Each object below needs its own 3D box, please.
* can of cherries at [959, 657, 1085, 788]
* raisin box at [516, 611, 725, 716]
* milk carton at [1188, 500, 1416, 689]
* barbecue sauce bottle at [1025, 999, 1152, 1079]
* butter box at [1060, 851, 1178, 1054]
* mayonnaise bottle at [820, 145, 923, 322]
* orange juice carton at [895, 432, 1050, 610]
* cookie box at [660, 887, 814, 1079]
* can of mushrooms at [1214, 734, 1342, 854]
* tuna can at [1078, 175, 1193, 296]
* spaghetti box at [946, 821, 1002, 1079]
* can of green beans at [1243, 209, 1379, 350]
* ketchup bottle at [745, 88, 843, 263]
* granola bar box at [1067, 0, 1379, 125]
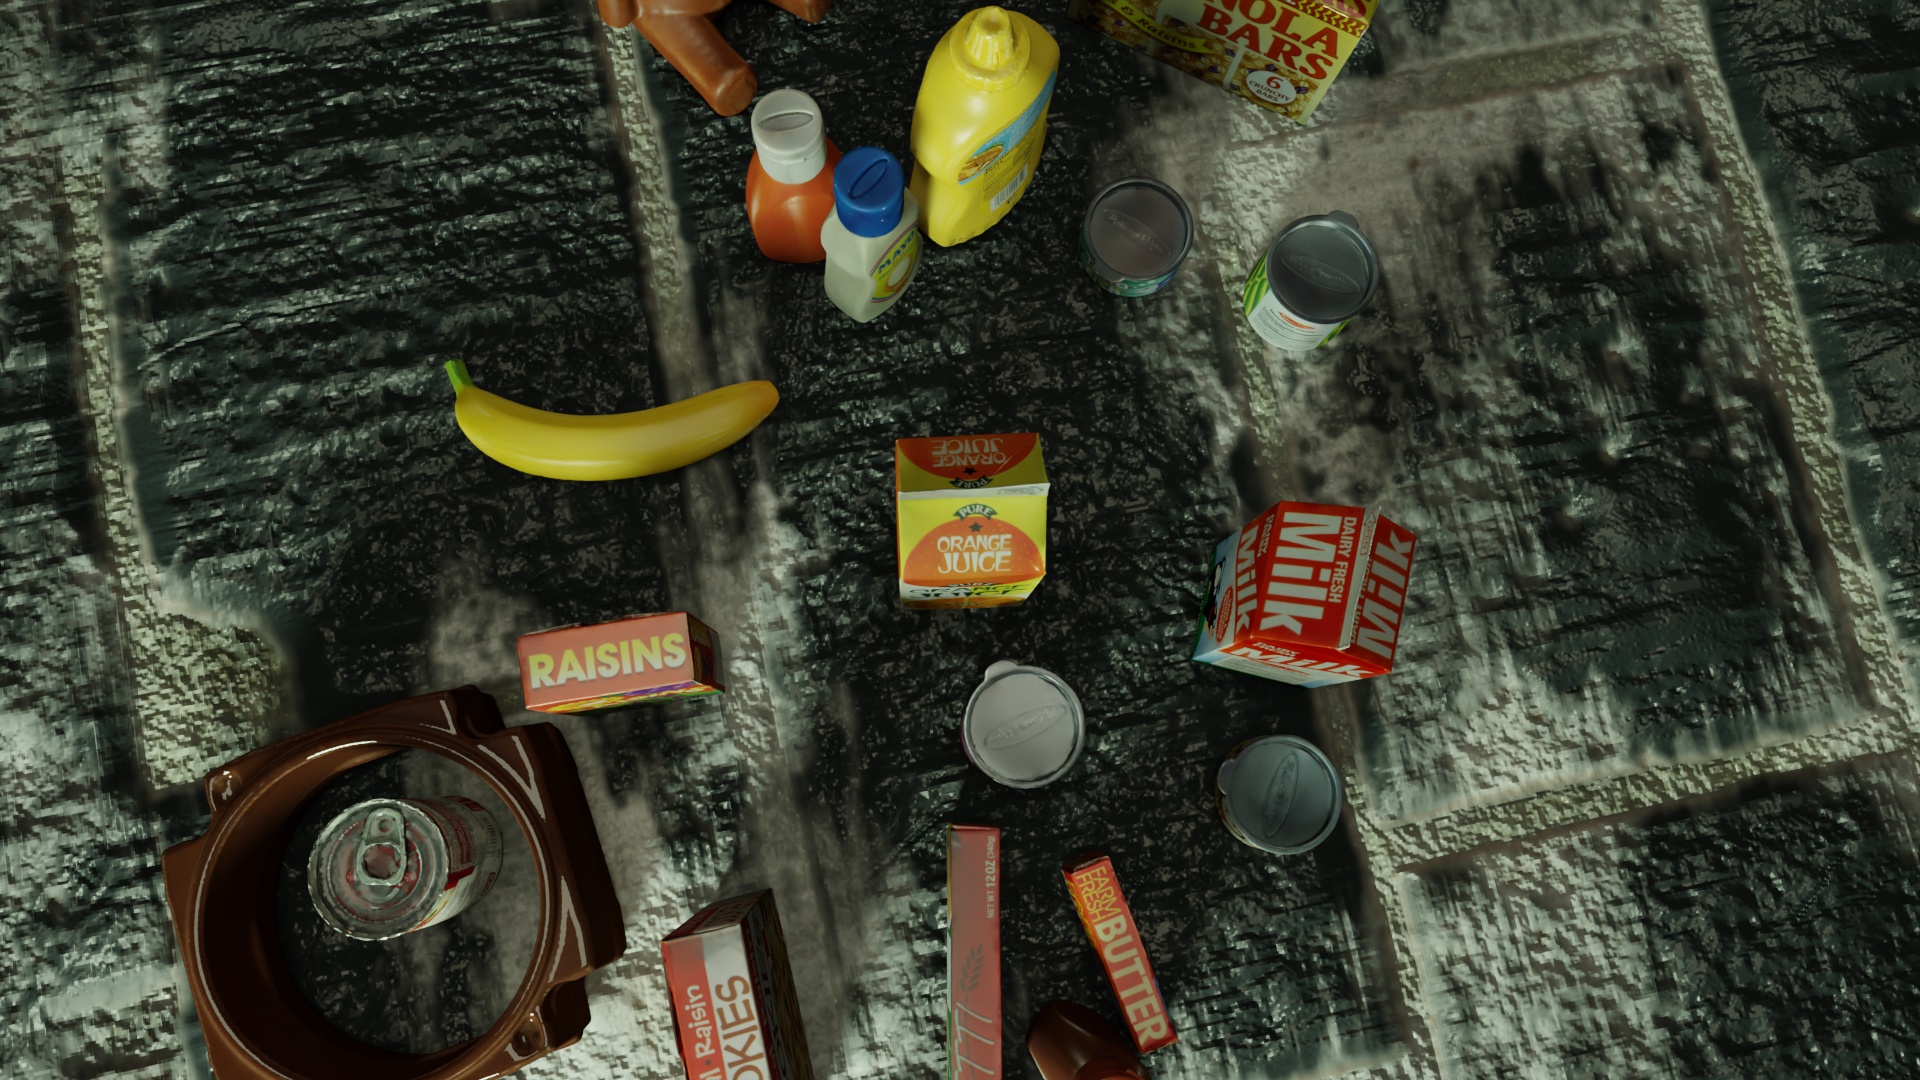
[{"bbox_3d":[0.033,0.102,0.775,0.071,0.058,0.071,0,81,-2],"label":"can of cherries"},{"bbox_3d":[-0.176,0.067,0.739,0.086,0.123,0.040,-8,82,-4],"label":"raisin box"},{"bbox_3d":[0.180,0.031,0.726,0.073,0.190,0.072,14,81,0],"label":"milk carton"},{"bbox_3d":[0.069,0.272,0.703,0.065,0.148,0.044,35,82,3],"label":"barbecue sauce bottle"},{"bbox_3d":[0.086,0.223,0.760,0.024,0.053,0.103,-20,82,-5],"label":"butter box"},{"bbox_3d":[-0.049,-0.171,0.771,0.041,0.148,0.065,40,82,4],"label":"mayonnaise bottle"},{"bbox_3d":[0.003,-0.009,0.724,0.072,0.192,0.073,-2,81,-3],"label":"orange juice carton"},{"bbox_3d":[-0.107,0.245,0.690,0.040,0.167,0.123,-13,82,-4],"label":"cookie box"},{"bbox_3d":[0.177,0.142,0.787,0.071,0.033,0.071,0,81,-2],"label":"can of mushrooms"},{"bbox_3d":[0.104,-0.181,0.838,0.071,0.032,0.071,0,81,-2],"label":"tuna can"},{"bbox_3d":[0.007,0.279,0.749,0.029,0.050,0.250,0,81,-2],"label":"spaghetti box"},{"bbox_3d":[0.207,-0.152,0.825,0.071,0.057,0.071,0,81,-2],"label":"can of green beans"},{"bbox_3d":[-0.090,-0.200,0.774,0.065,0.148,0.043,-11,82,-4],"label":"ketchup bottle"},{"bbox_3d":[0.152,-0.321,0.817,0.165,0.124,0.039,25,81,2],"label":"granola bar box"}]
